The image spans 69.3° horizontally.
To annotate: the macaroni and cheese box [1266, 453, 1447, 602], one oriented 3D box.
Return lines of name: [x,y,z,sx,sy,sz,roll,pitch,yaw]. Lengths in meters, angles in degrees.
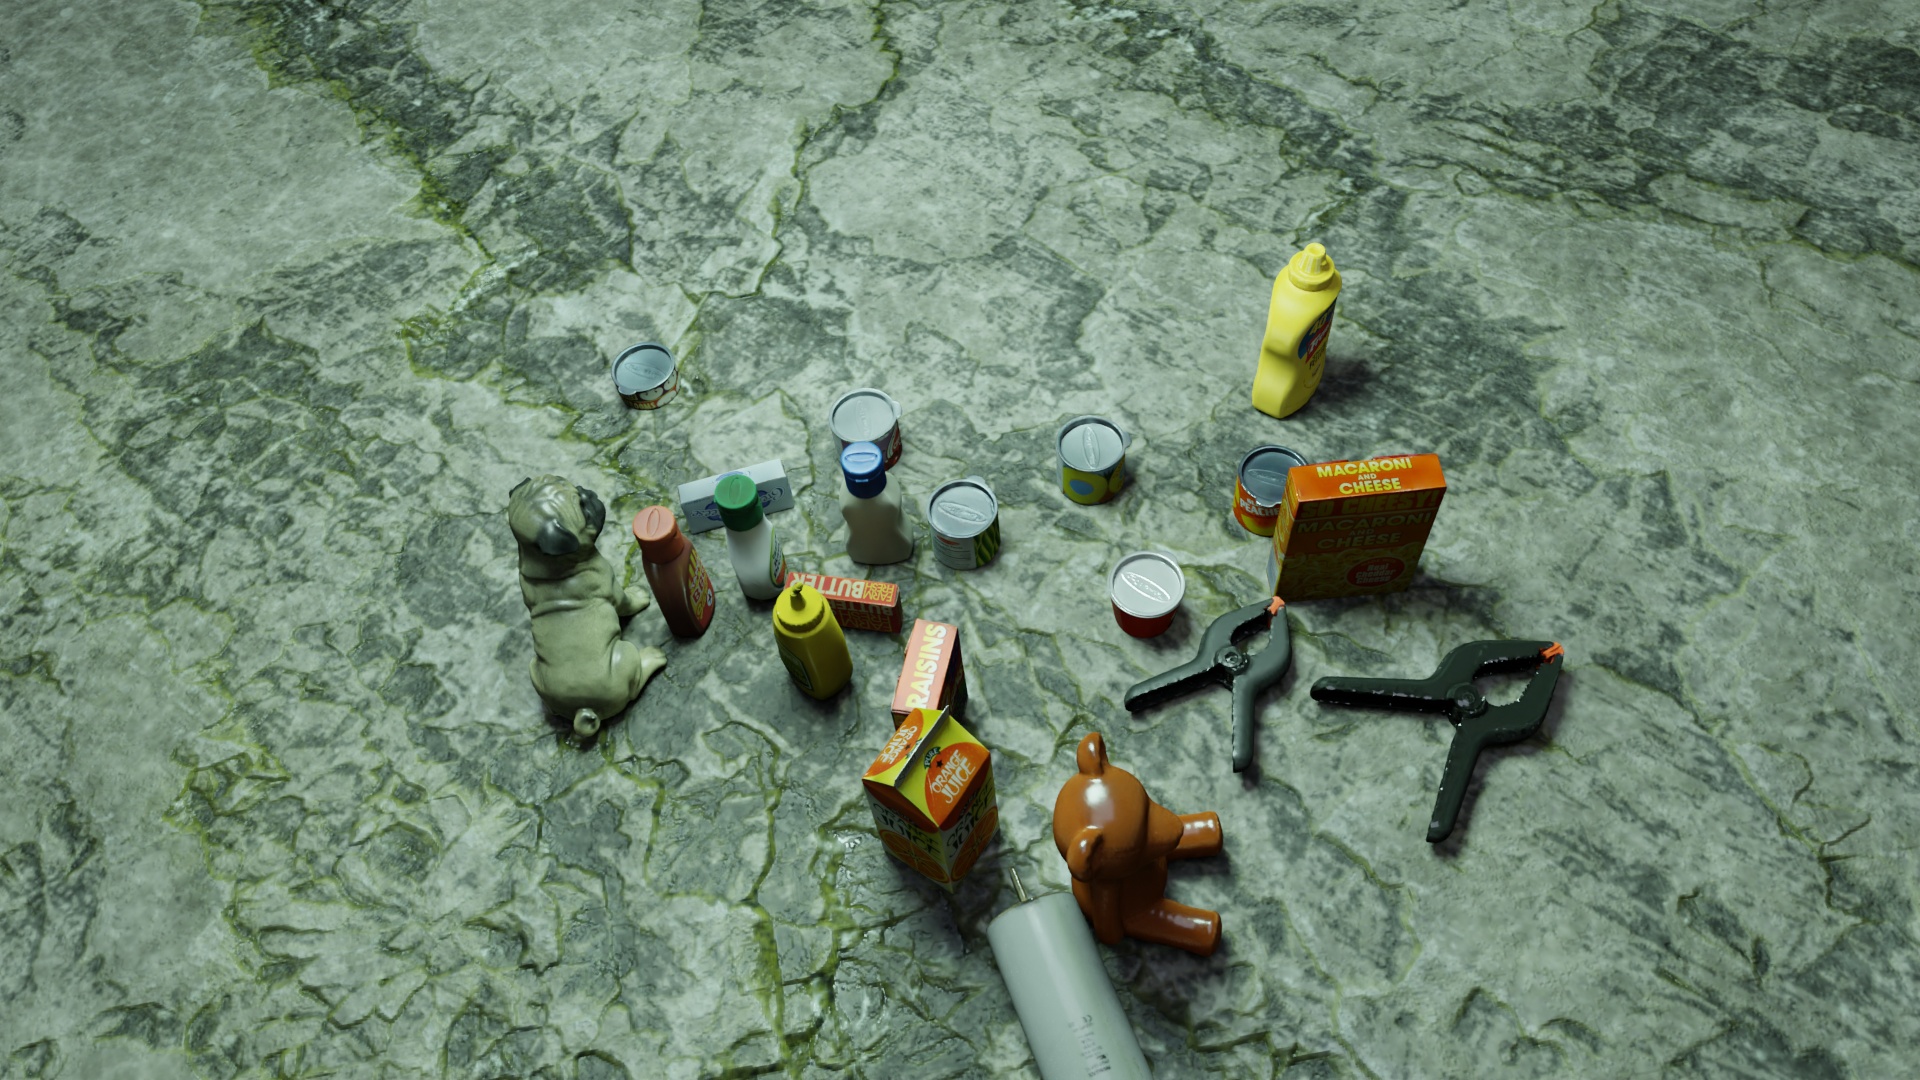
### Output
macaroni and cheese box: [0.335,-0.008,1.195,0.124,0.165,0.040,-6,57,1]

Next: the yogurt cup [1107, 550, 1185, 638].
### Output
yogurt cup: [0.165,0.051,1.236,0.072,0.053,0.073,-2,57,3]

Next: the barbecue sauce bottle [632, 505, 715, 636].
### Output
barbecue sauce bottle: [-0.254,0.025,1.229,0.044,0.147,0.065,0,57,4]

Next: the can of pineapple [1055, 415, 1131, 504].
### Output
can of pineapple: [0.125,-0.075,1.319,0.071,0.057,0.071,-2,57,3]

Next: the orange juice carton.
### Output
orange juice carton: [-0.021,0.195,1.072,0.073,0.191,0.072,28,63,21]

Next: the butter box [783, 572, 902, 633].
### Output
butter box: [-0.104,0.056,1.253,0.103,0.053,0.024,6,58,8]

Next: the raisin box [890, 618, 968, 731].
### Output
raisin box: [-0.024,0.133,1.155,0.040,0.122,0.086,9,58,10]

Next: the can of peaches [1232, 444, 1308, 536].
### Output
can of peaches: [0.287,-0.044,1.286,0.071,0.057,0.071,-2,57,3]

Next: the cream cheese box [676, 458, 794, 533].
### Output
cream cheese box: [-0.214,-0.042,1.326,0.104,0.053,0.024,-16,57,-6]

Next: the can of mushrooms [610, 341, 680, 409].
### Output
can of mushrooms: [-0.324,-0.168,1.429,0.071,0.033,0.071,-2,57,3]

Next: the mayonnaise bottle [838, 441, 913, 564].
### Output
mayonnaise bottle: [-0.080,-0.032,1.253,0.065,0.147,0.041,-3,57,3]

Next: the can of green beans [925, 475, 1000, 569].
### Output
can of green beans: [0.003,-0.015,1.289,0.071,0.057,0.071,-2,57,3]

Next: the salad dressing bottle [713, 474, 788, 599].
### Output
salad dressing bottle: [-0.187,-0.002,1.242,0.044,0.147,0.064,-2,57,3]

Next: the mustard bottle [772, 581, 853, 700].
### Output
mustard bottle: [-0.130,0.078,1.177,0.049,0.159,0.065,-40,63,-20]

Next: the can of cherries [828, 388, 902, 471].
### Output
can of cherries: [-0.089,-0.105,1.355,0.071,0.058,0.072,-2,57,3]
